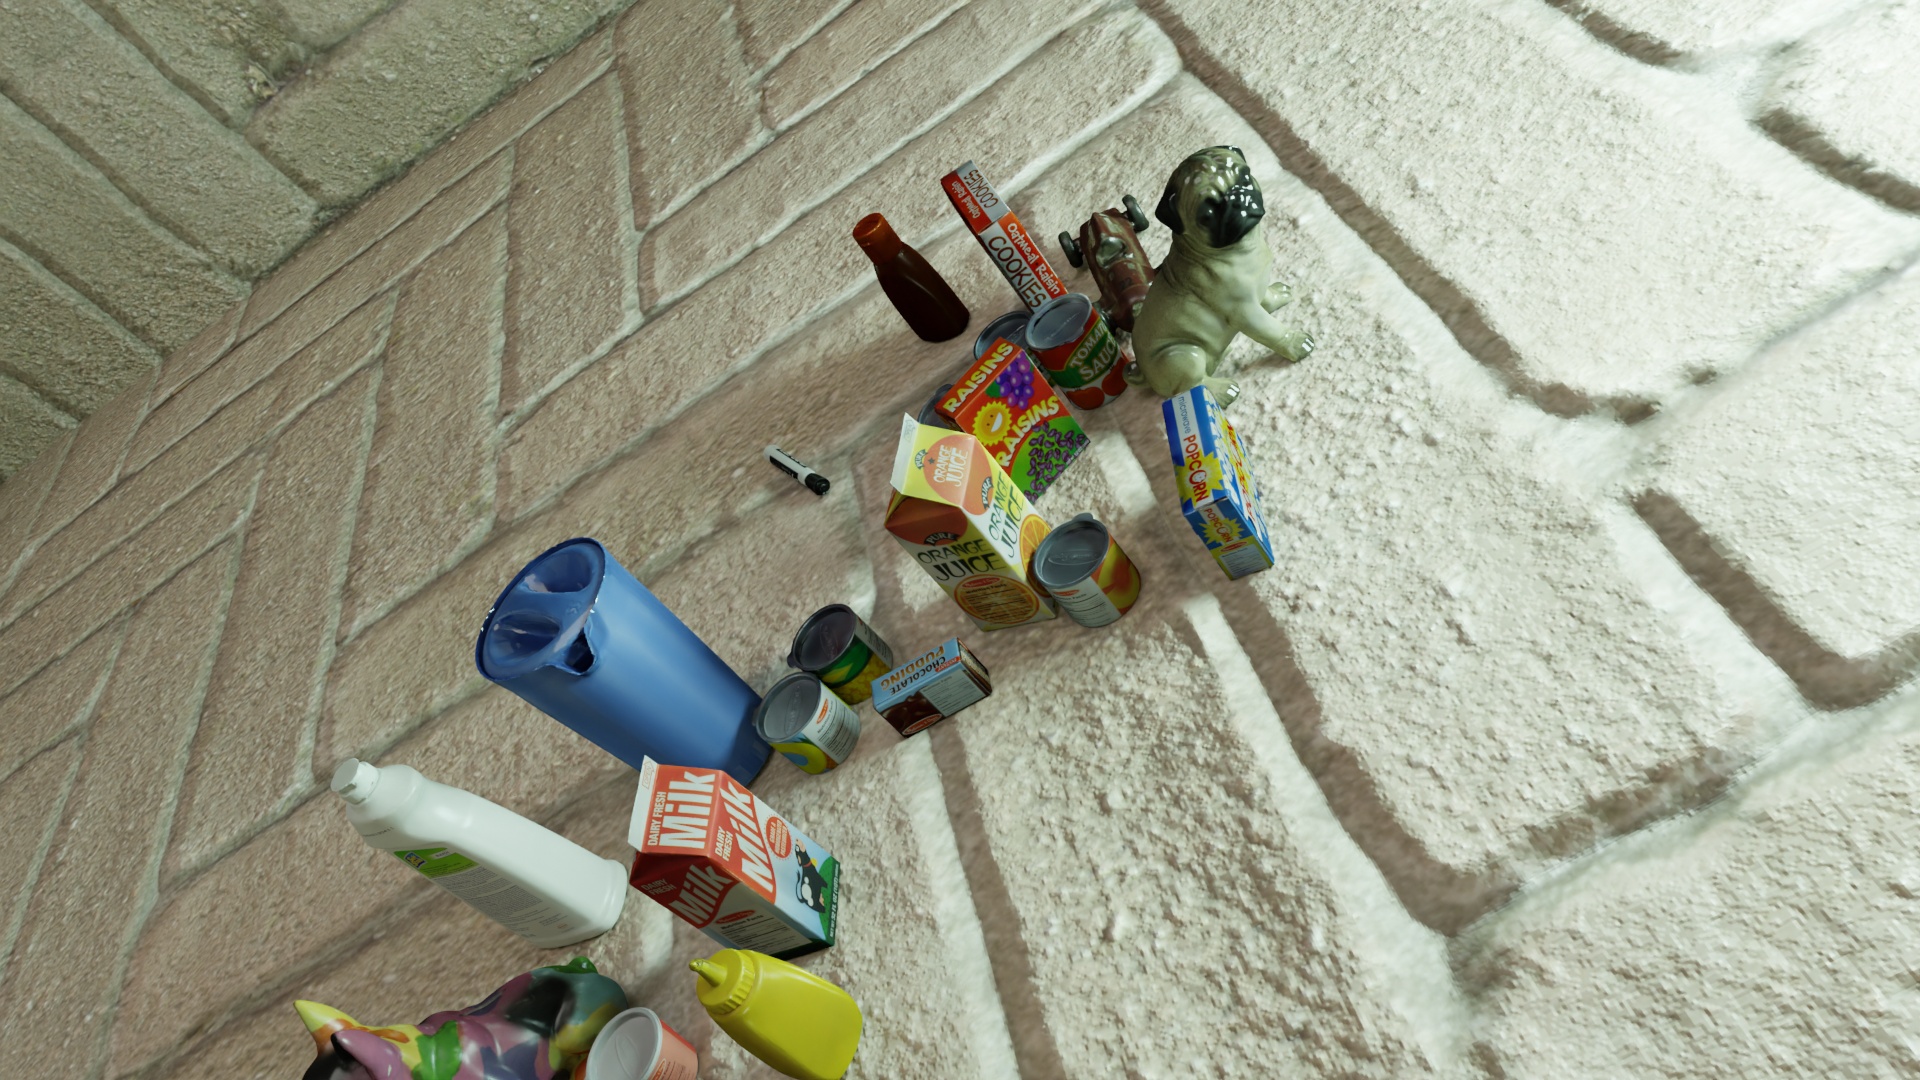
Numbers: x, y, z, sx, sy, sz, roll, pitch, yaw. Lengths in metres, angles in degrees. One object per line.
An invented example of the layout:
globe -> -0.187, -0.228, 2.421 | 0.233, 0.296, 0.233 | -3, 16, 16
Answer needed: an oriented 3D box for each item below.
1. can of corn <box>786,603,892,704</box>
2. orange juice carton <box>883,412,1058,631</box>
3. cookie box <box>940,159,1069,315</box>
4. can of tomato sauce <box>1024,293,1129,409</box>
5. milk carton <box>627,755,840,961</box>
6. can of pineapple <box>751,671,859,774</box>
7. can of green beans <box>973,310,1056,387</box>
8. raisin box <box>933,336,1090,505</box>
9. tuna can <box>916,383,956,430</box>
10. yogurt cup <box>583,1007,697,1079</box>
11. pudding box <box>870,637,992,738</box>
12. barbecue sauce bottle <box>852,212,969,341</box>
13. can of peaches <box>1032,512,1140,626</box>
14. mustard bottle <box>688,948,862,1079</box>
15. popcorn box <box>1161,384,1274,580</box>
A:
can of corn -> -0.101, 0.098, 1.171 | 0.071, 0.058, 0.071 | -22, 42, 22
orange juice carton -> 0.004, -0.014, 1.082 | 0.073, 0.192, 0.072 | -14, 46, 30
cookie box -> 0.053, -0.261, 1.294 | 0.040, 0.167, 0.123 | -36, 39, 8
can of tomato sauce -> 0.106, -0.166, 1.228 | 0.071, 0.083, 0.071 | -22, 42, 22
milk carton -> -0.171, 0.230, 0.999 | 0.073, 0.190, 0.073 | -23, 42, 22
can of pineapple -> -0.126, 0.150, 1.143 | 0.071, 0.057, 0.071 | -22, 42, 22
can of green beans -> 0.055, -0.171, 1.295 | 0.071, 0.057, 0.071 | -22, 42, 22
raisin box -> 0.045, -0.099, 1.184 | 0.086, 0.123, 0.040 | -47, 39, -6
tuna can -> -0.005, -0.115, 1.312 | 0.071, 0.032, 0.071 | -22, 42, 22
yogurt cup -> -0.229, 0.383, 1.012 | 0.072, 0.053, 0.073 | -22, 42, 22
pudding box -> -0.024, 0.117, 1.096 | 0.083, 0.049, 0.030 | -30, 40, 14
barbecue sauce bottle -> -0.053, -0.264, 1.400 | 0.065, 0.148, 0.044 | -1, 53, 39
can of peaches -> 0.099, 0.023, 1.076 | 0.071, 0.058, 0.071 | -22, 42, 22
mustard bottle -> -0.128, 0.305, 0.917 | 0.049, 0.159, 0.065 | -3, 53, 38
popcorn box -> 0.192, -0.045, 1.042 | 0.038, 0.085, 0.127 | -24, 42, 21
